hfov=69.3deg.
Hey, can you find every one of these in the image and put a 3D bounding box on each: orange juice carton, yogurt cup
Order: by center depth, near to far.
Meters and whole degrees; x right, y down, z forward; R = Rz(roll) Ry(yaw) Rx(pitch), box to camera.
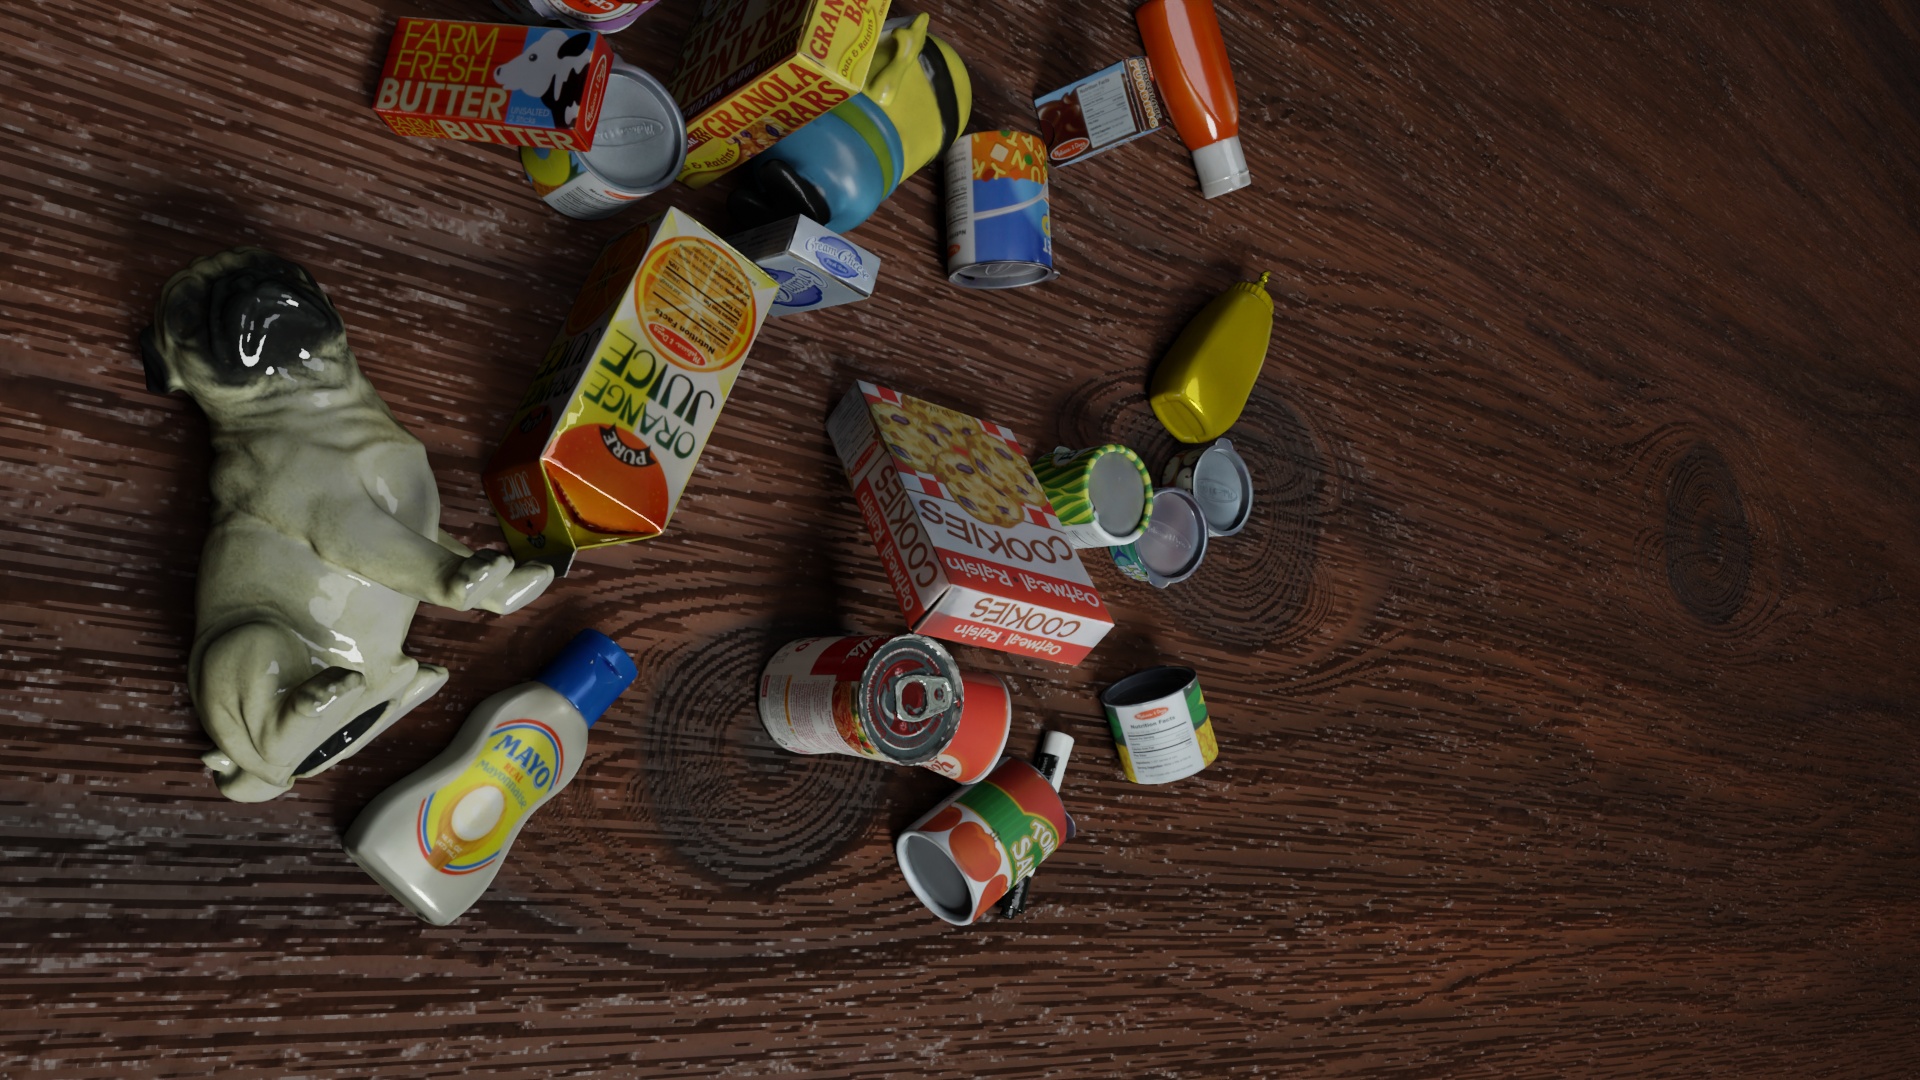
[{"bbox_3d":[-0.170,-0.064,0.692,0.073,0.071,0.193,35,64,-32],"label":"orange juice carton"},{"bbox_3d":[-0.011,0.105,0.816,0.054,0.072,0.072,20,73,-29],"label":"yogurt cup"}]

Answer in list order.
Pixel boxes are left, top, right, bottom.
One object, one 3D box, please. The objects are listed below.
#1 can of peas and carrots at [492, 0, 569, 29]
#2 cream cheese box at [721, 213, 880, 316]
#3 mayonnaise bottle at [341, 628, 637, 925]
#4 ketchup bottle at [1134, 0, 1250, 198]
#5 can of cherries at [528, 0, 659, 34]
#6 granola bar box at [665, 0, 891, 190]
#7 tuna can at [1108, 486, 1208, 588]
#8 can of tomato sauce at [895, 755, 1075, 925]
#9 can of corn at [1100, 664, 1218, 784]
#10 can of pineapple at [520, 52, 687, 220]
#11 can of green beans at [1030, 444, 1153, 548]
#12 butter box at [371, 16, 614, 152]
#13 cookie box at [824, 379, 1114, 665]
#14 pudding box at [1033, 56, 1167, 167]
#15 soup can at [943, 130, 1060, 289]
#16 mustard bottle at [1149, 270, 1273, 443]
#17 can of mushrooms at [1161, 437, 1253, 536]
[{"bbox_3d":[-0.201,-0.300,0.699,0.071,0.058,0.071,4,83,-40],"label":"can of peas and carrots"},{"bbox_3d":[-0.093,-0.146,0.745,0.053,0.103,0.024,25,78,-34],"label":"cream cheese box"},{"bbox_3d":[-0.215,0.105,0.657,0.064,0.041,0.149,52,57,-22],"label":"mayonnaise bottle"},{"bbox_3d":[0.177,-0.330,1.029,0.065,0.043,0.148,-28,104,-37],"label":"ketchup bottle"},{"bbox_3d":[-0.165,-0.277,0.649,0.071,0.058,0.071,4,84,-40],"label":"can of cherries"},{"bbox_3d":[-0.095,-0.263,0.715,0.039,0.165,0.124,27,69,-33],"label":"granola bar box"},{"bbox_3d":[0.136,-0.002,0.962,0.071,0.033,0.071,0,89,-31],"label":"tuna can"},{"bbox_3d":[0.015,0.179,0.825,0.083,0.071,0.071,-32,106,-37],"label":"can of tomato sauce"},{"bbox_3d":[0.134,0.123,0.935,0.071,0.071,0.058,-26,103,-39],"label":"can of corn"},{"bbox_3d":[-0.182,-0.203,0.706,0.071,0.058,0.071,5,83,-40],"label":"can of pineapple"},{"bbox_3d":[0.084,-0.028,0.911,0.071,0.057,0.071,5,83,-40],"label":"can of green beans"},{"bbox_3d":[-0.220,-0.216,0.655,0.024,0.103,0.053,64,34,-74],"label":"butter box"},{"bbox_3d":[0.003,-0.010,0.792,0.123,0.040,0.168,15,37,-38],"label":"cookie box"},{"bbox_3d":[0.092,-0.286,0.928,0.030,0.083,0.049,-25,102,-41],"label":"pudding box"},{"bbox_3d":[0.026,-0.206,0.873,0.071,0.071,0.084,1,85,-40],"label":"soup can"},{"bbox_3d":[0.195,-0.143,1.021,0.065,0.048,0.161,49,57,-25],"label":"mustard bottle"},{"bbox_3d":[0.179,-0.038,1.008,0.071,0.033,0.071,4,83,-39],"label":"can of mushrooms"}]
